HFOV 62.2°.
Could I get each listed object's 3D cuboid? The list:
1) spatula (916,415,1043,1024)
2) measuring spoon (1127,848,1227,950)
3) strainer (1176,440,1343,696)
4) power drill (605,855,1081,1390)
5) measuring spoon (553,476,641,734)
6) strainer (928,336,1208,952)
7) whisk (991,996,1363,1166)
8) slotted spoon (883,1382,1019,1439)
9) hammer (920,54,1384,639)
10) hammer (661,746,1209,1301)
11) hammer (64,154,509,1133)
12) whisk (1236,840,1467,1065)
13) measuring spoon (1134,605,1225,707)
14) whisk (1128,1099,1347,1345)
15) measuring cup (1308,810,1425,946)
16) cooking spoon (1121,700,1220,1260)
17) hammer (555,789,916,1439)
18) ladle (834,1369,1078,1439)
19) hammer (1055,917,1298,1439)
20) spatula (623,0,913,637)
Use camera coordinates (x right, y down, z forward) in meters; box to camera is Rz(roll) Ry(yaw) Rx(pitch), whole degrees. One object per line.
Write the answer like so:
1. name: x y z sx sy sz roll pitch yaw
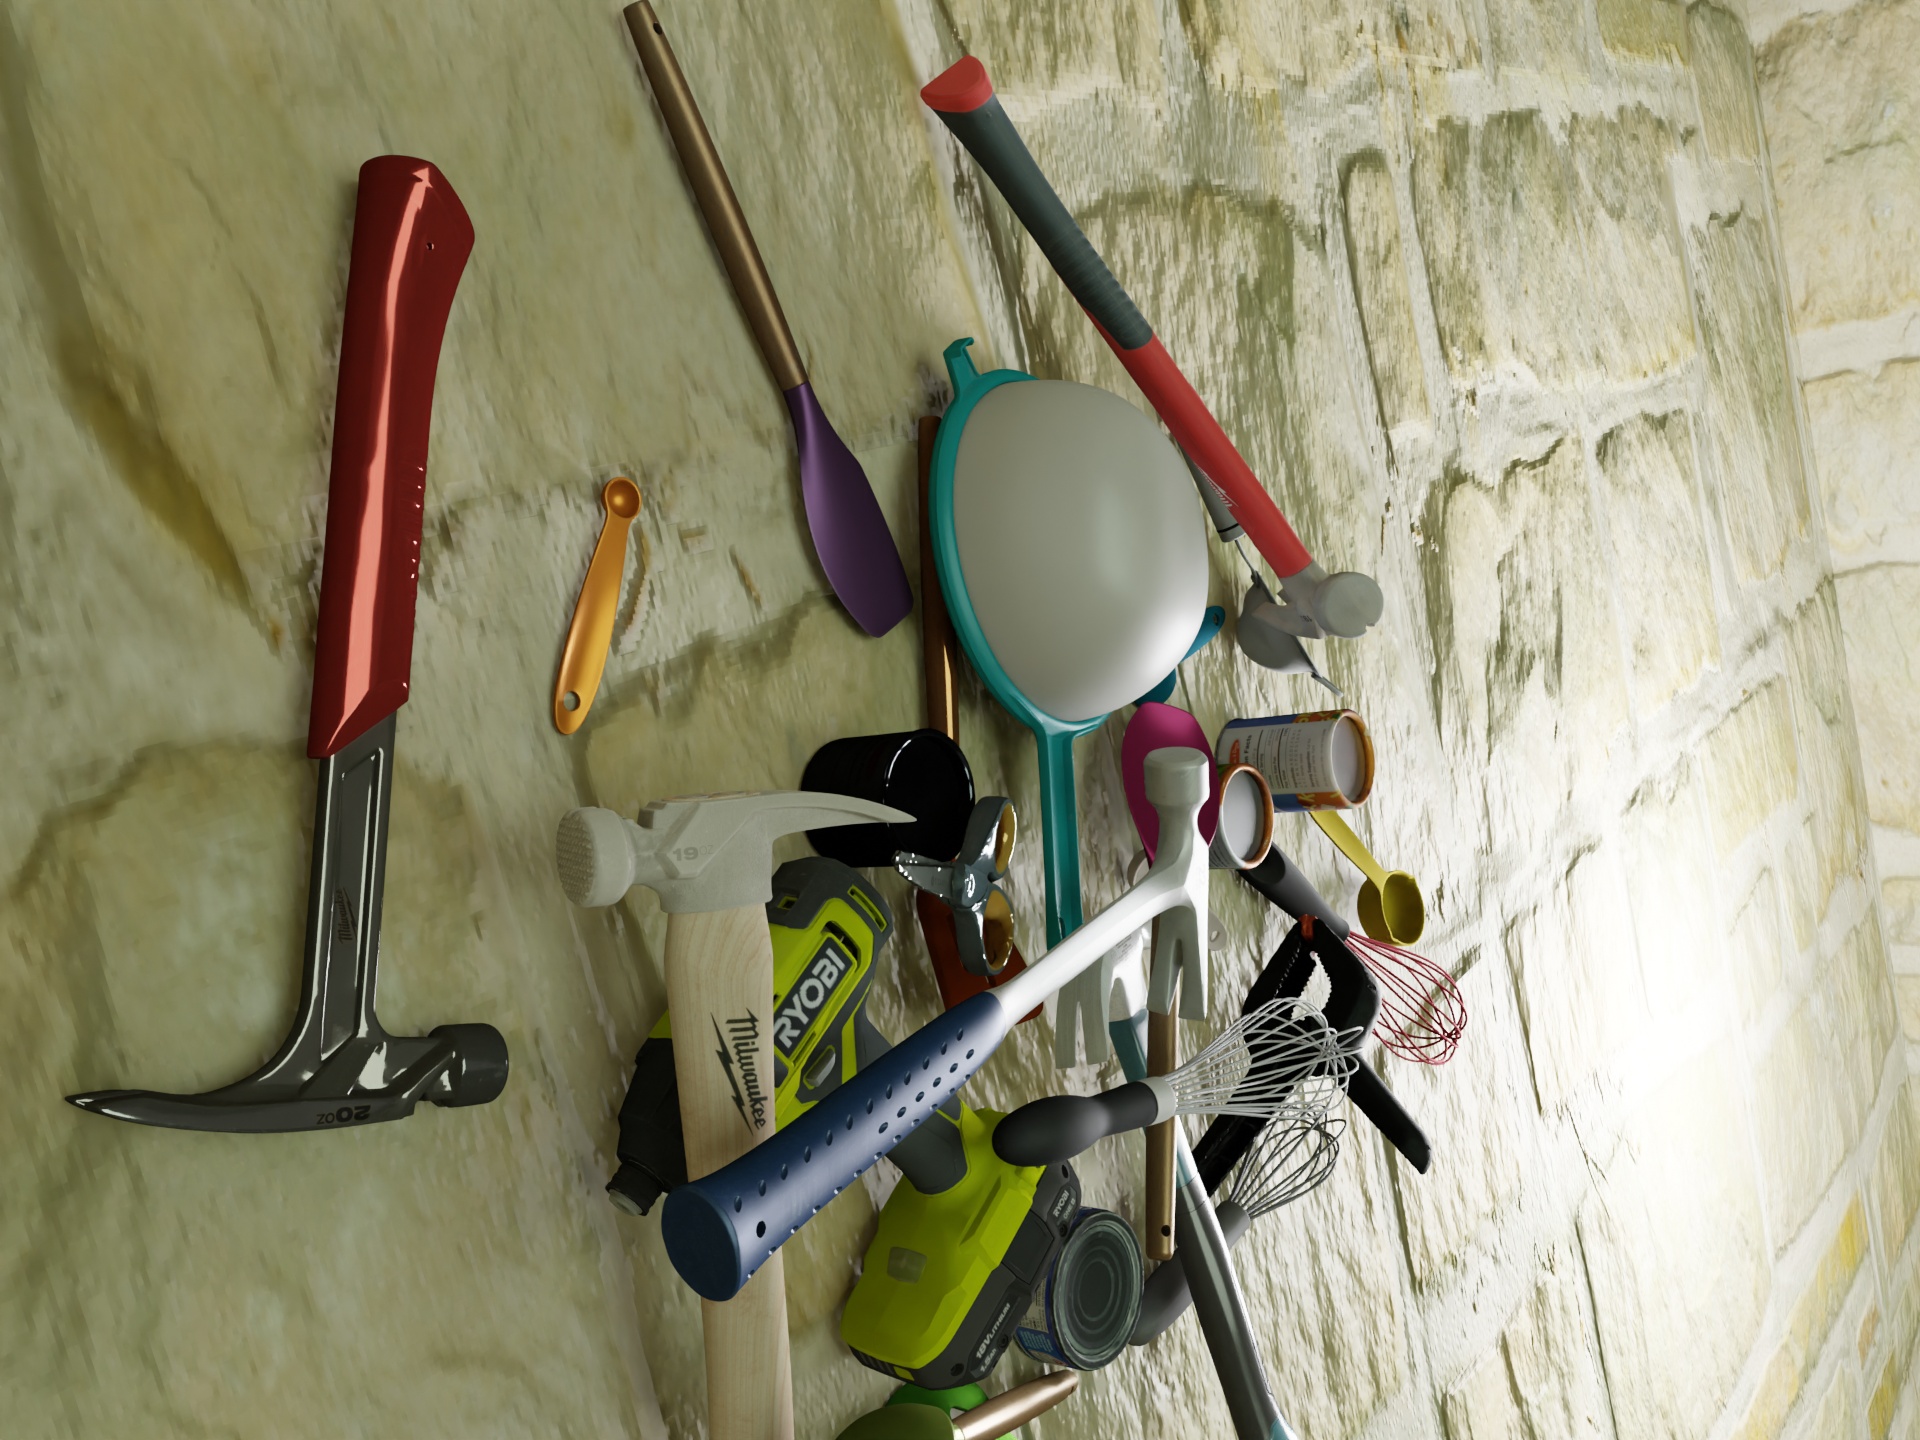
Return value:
1. spatula: -0.001 -0.003 0.833 0.081 0.041 0.323 4 81 -52
2. measuring spoon: 0.136 0.113 0.998 0.034 0.018 0.124 -50 134 -5
3. strainer: 0.182 -0.119 1.058 0.258 0.050 0.087 63 8 -14
4. power drill: -0.052 0.197 0.728 0.223 0.080 0.171 53 54 -27
5. measuring spoon: -0.159 -0.050 0.684 0.021 0.011 0.117 24 71 -45
6. strainer: 0.081 -0.038 0.860 0.210 0.095 0.340 19 65 -53
7. whisk: 0.117 0.190 0.817 0.284 0.070 0.070 -1 87 -44
8. slotted spoon: 0.065 0.408 0.870 0.313 0.031 0.070 33 57 -43
9. hammer: 0.104 -0.208 0.924 0.038 0.143 0.386 -38 100 -3
10. hammer: 0.020 0.133 0.699 0.405 0.035 0.144 -25 115 -54
11. hammer: -0.227 -0.035 0.583 0.149 0.037 0.359 10 78 -48
12. whisk: 0.274 0.159 1.119 0.295 0.073 0.073 41 56 -31
13. measuring spoon: 0.147 -0.047 1.021 0.128 0.021 0.042 -37 113 -45
14. whisk: 0.173 0.310 0.991 0.239 0.055 0.055 -31 108 -42
15. measuring cup: 0.288 0.108 1.170 0.156 0.029 0.062 47 51 -20
16. cooking spoon: 0.114 0.135 0.891 0.068 0.017 0.319 16 62 -22
17. hammer: -0.079 0.233 0.641 0.146 0.038 0.410 -4 93 -36
18. ladle: 0.014 0.331 0.724 0.078 0.062 0.320 -63 156 -4
19. hammer: 0.130 0.275 0.910 0.128 0.033 0.331 -20 92 -57
20. spatula: -0.091 -0.185 0.768 0.060 0.018 0.315 -43 118 -48
